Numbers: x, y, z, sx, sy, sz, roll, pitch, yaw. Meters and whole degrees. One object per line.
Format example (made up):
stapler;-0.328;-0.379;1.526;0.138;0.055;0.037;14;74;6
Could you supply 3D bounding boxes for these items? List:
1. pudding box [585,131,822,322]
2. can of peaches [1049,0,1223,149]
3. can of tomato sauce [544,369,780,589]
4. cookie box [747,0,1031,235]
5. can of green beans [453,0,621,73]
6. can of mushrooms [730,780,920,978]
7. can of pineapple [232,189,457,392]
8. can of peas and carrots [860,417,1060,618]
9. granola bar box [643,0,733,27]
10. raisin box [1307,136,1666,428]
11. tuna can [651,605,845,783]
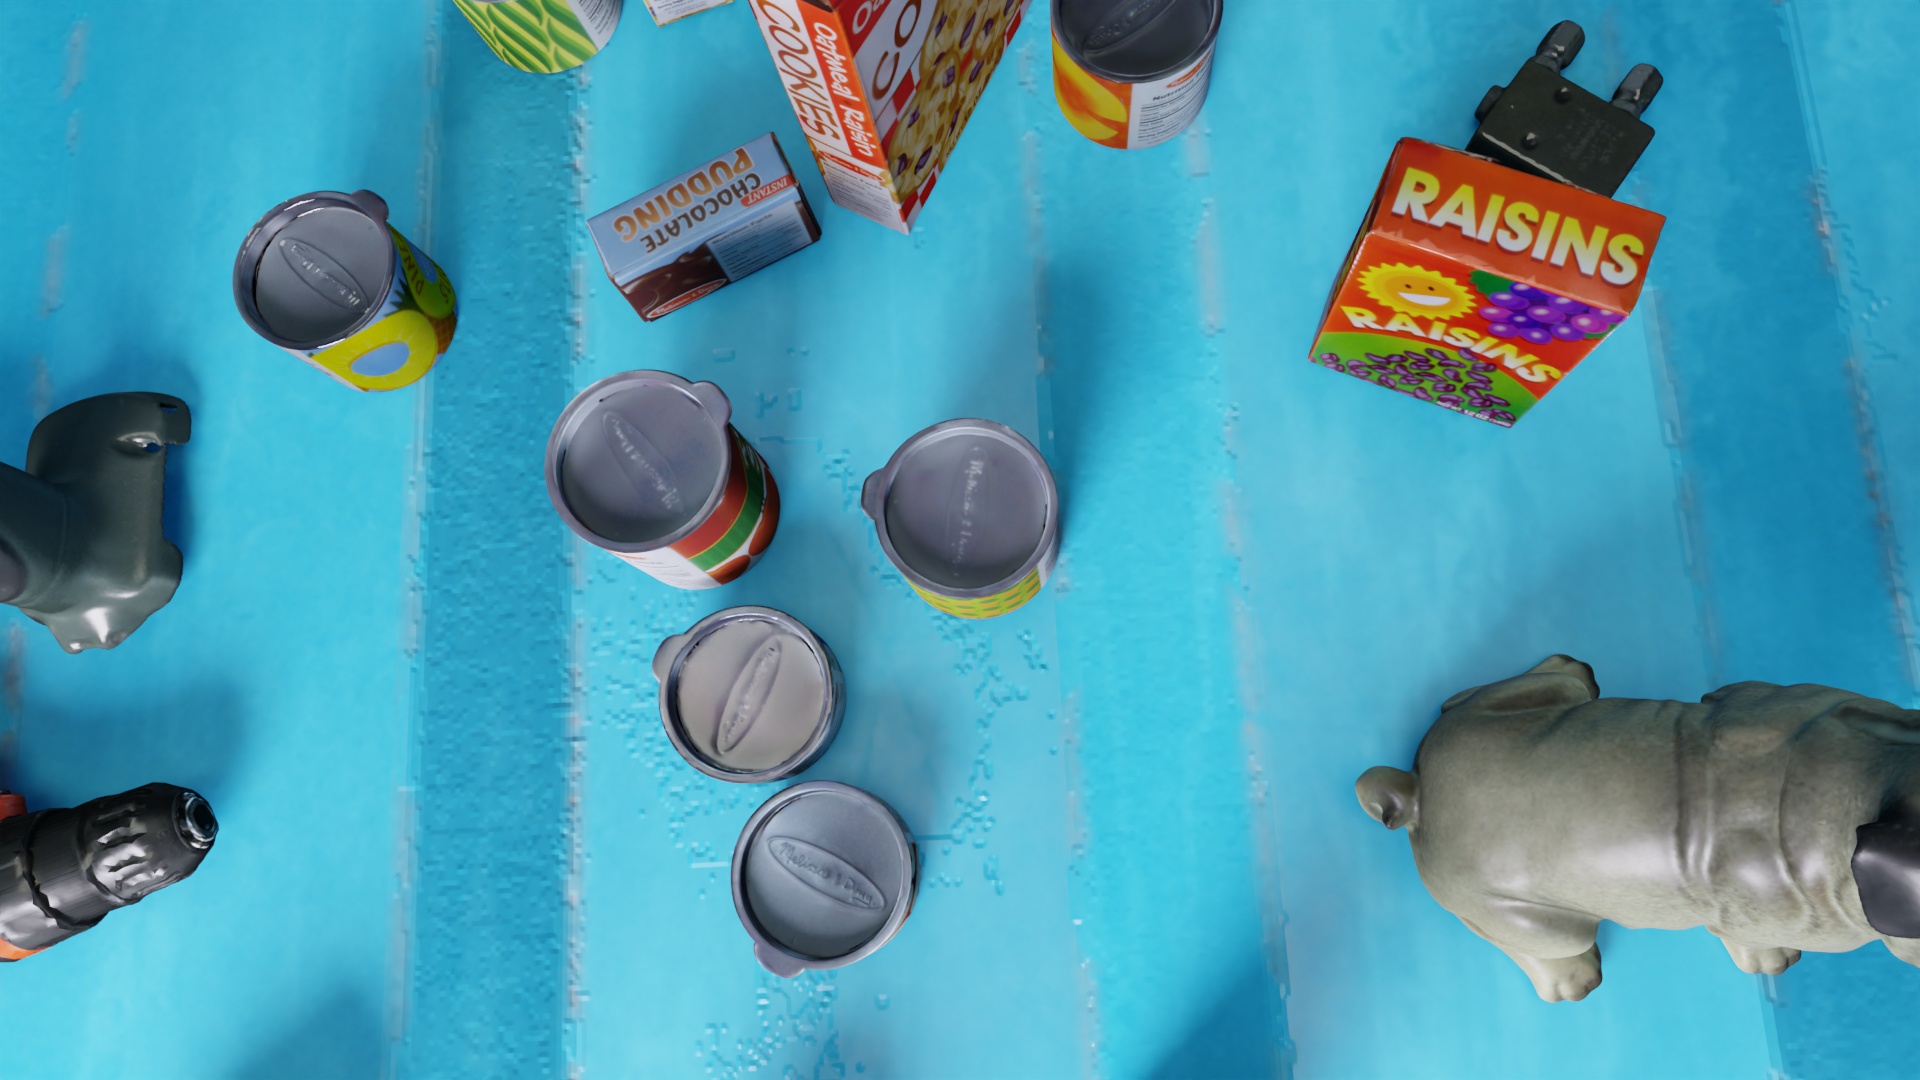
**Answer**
pudding box;-0.102;-0.125;0.561;0.084;0.049;0.030;-27;77;-1
can of peaches;0.068;-0.201;0.558;0.071;0.058;0.071;-1;78;5
can of tomato sauce;-0.107;-0.022;0.522;0.071;0.083;0.071;-1;78;5
cookie box;-0.018;-0.204;0.510;0.040;0.167;0.123;25;82;10
can of green beans;-0.184;-0.242;0.589;0.071;0.057;0.071;-1;78;5
can of mushrooms;-0.050;0.124;0.511;0.071;0.033;0.071;-1;78;5
can of pineapple;-0.246;-0.100;0.564;0.071;0.057;0.071;-1;78;5
can of peas and carrots;0.002;-0.007;0.521;0.071;0.058;0.071;-1;78;5
granola bar box;-0.144;-0.318;0.568;0.039;0.124;0.166;-18;77;2
raisin box;0.178;-0.087;0.490;0.086;0.123;0.040;21;81;9
tuna can;-0.080;0.058;0.528;0.071;0.032;0.071;-1;78;5
